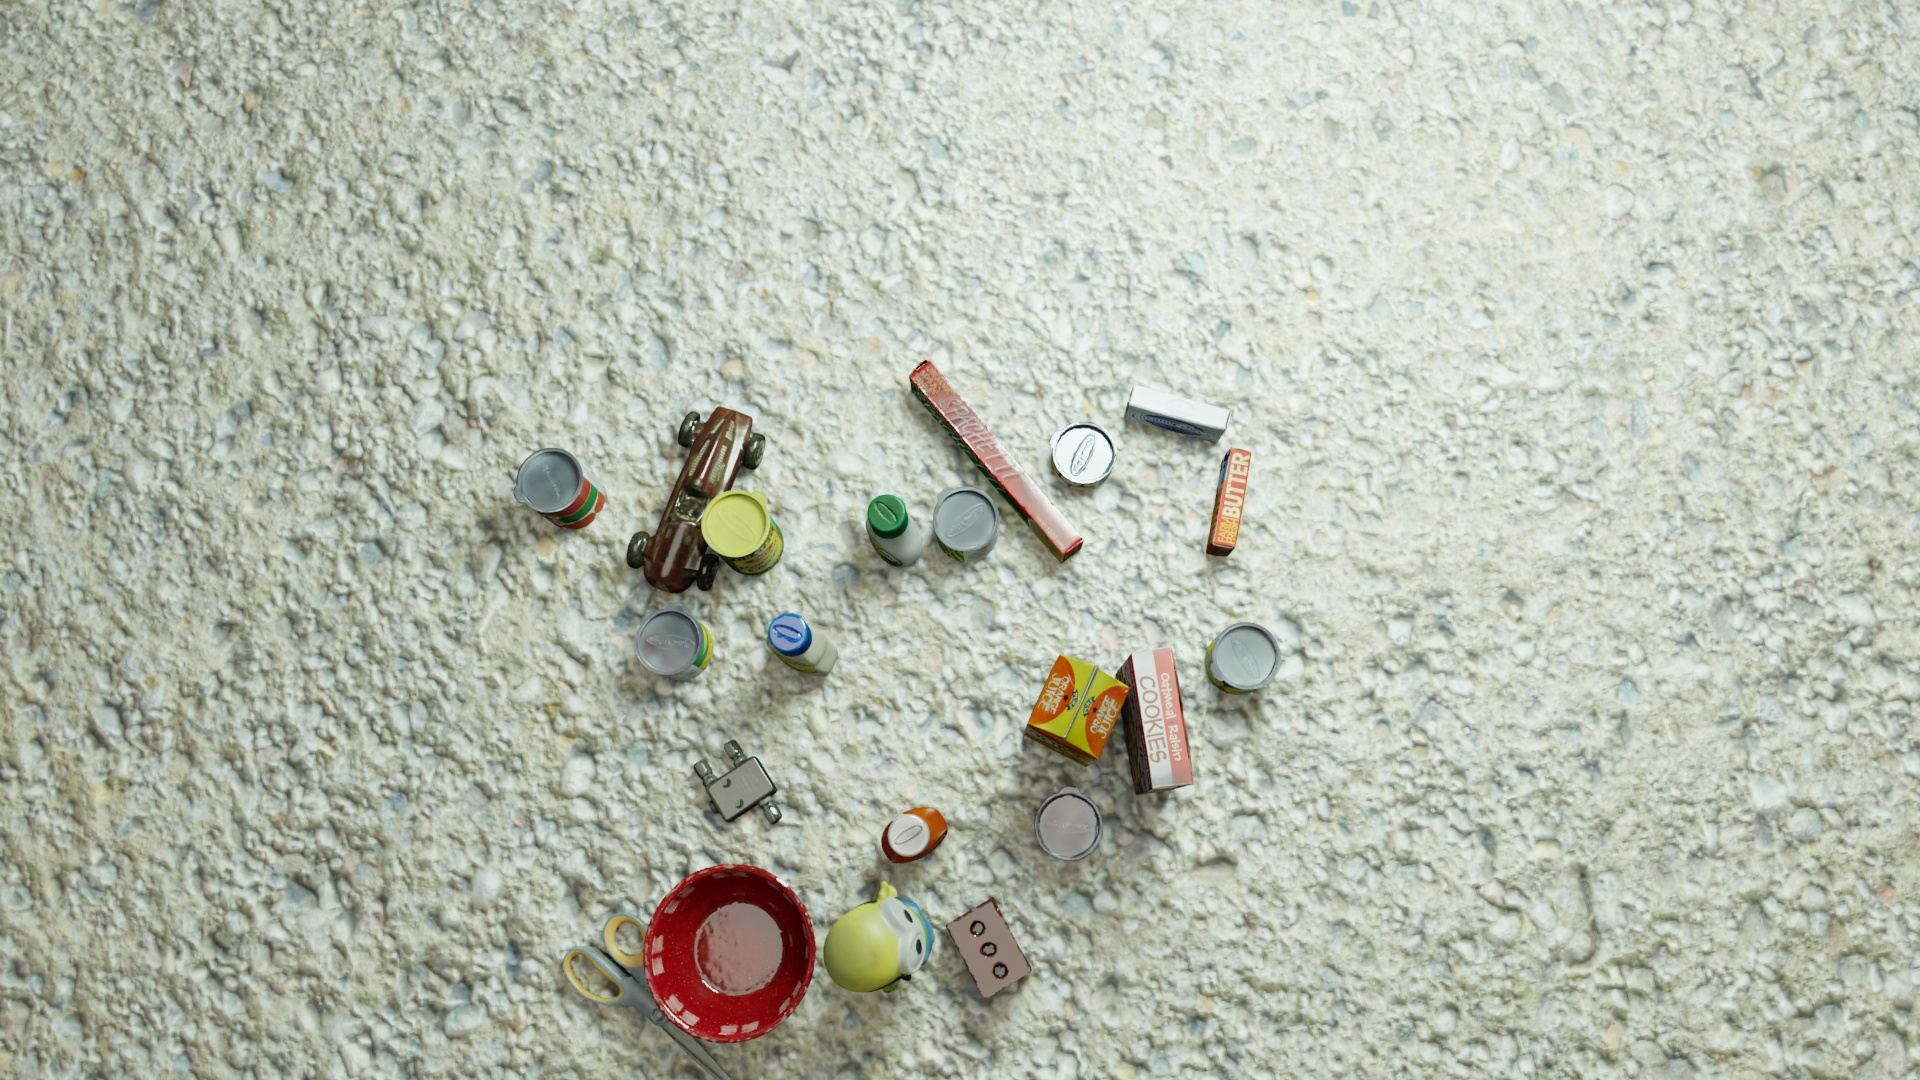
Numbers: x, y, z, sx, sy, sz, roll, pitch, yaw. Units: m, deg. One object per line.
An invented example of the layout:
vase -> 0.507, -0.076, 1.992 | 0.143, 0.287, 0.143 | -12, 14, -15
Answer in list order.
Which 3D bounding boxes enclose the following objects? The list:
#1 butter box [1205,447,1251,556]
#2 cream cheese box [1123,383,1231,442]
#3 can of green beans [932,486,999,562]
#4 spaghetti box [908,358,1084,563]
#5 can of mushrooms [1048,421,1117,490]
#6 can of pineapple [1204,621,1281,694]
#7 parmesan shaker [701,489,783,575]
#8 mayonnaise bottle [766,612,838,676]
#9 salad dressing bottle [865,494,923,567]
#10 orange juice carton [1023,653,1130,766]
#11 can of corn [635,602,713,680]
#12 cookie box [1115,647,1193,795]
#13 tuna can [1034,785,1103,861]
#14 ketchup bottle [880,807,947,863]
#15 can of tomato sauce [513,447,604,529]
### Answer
butter box -> 0.271, -0.038, 1.402 | 0.024, 0.053, 0.103 | 11, 78, 4
cream cheese box -> 0.221, -0.129, 1.424 | 0.104, 0.053, 0.024 | 16, 79, 5
can of green beans -> 0.006, -0.016, 1.400 | 0.071, 0.057, 0.071 | 0, 77, 1
spaghetti box -> 0.034, -0.081, 1.419 | 0.029, 0.050, 0.250 | -39, 79, -7
can of mushrooms -> 0.124, -0.088, 1.427 | 0.071, 0.033, 0.071 | 0, 77, 1
can of pineapple -> 0.275, 0.117, 1.365 | 0.071, 0.057, 0.071 | 0, 77, 1
parmesan shaker -> -0.212, -0.008, 1.380 | 0.071, 0.103, 0.071 | 0, 78, 1
mayonnaise bottle -> -0.156, 0.099, 1.331 | 0.065, 0.148, 0.041 | 21, 79, 6
salad dressing bottle -> -0.067, -0.011, 1.355 | 0.044, 0.147, 0.064 | -43, 80, -7
orange juice carton -> 0.106, 0.159, 1.290 | 0.073, 0.192, 0.072 | 25, 80, 7
can of corn -> -0.283, 0.101, 1.379 | 0.071, 0.058, 0.071 | 0, 77, 1
cookie box -> 0.180, 0.172, 1.298 | 0.040, 0.167, 0.123 | -8, 78, 0
tuna can -> 0.104, 0.274, 1.345 | 0.071, 0.032, 0.071 | 0, 77, 1
ketchup bottle -> -0.045, 0.273, 1.289 | 0.065, 0.148, 0.043 | -32, 79, -5
can of tomato sauce -> -0.404, -0.050, 1.404 | 0.071, 0.083, 0.071 | 0, 78, 1
